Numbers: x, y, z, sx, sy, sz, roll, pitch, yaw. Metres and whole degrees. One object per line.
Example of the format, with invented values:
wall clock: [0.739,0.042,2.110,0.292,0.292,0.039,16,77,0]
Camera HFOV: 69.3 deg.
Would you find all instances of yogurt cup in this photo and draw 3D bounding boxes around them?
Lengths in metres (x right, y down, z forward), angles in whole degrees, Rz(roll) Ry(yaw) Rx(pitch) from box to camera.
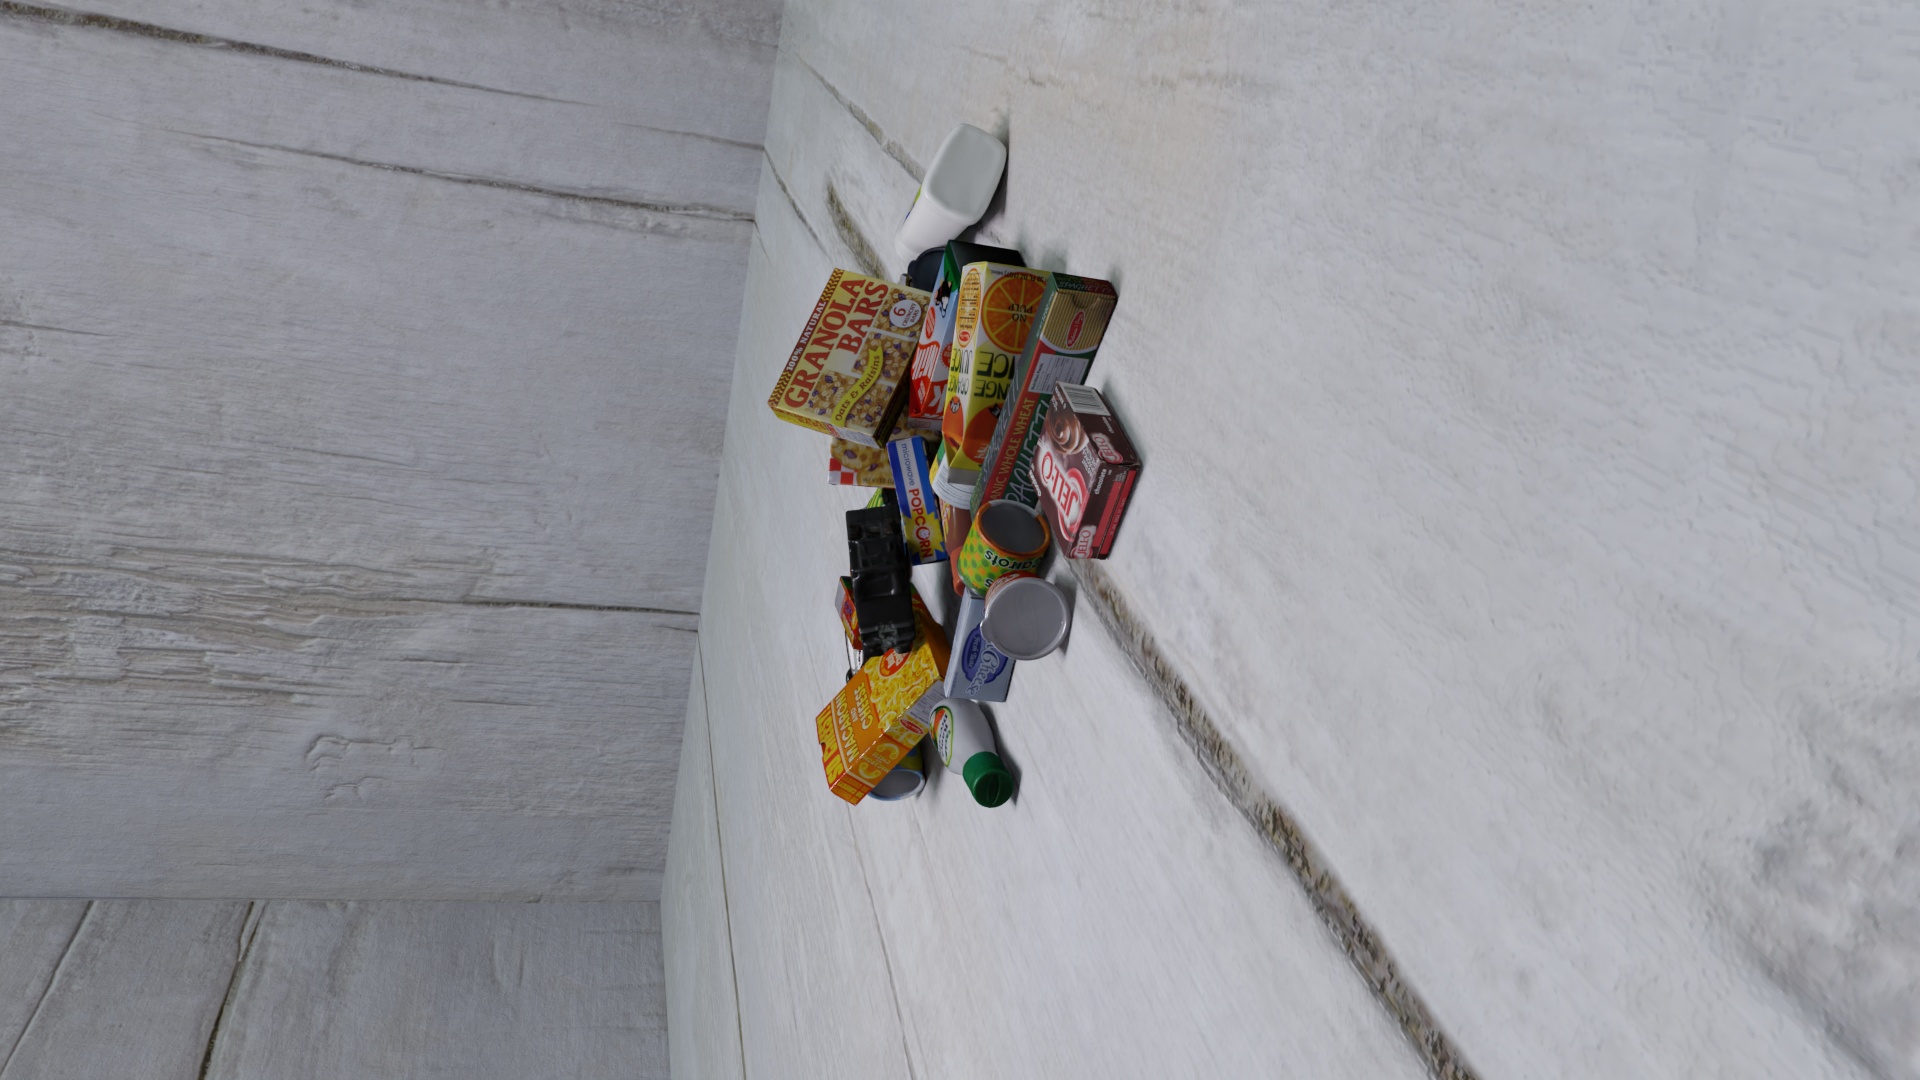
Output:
yogurt cup: [0.050,0.056,1.110,0.054,0.072,0.072,-119,37,-75]

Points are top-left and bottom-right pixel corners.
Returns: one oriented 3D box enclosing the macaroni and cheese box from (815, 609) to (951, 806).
macaroni and cheese box: [-0.075,0.166,1.395,0.166,0.040,0.124,-47,28,13]

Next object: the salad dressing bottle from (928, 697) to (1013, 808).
salad dressing bottle: [0.010,0.188,1.234,0.148,0.044,0.064,-133,49,-68]

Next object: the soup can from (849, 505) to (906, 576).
soup can: [-0.095,0.011,1.593,0.071,0.071,0.084,127,144,-60]

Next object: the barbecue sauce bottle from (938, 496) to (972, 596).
barbecue sauce bottle: [0.005,-0.016,1.312,0.064,0.044,0.149,101,164,-52]

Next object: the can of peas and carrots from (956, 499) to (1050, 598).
can of peas and carrots: [0.036,0.010,1.160,0.071,0.071,0.058,-101,24,-43]

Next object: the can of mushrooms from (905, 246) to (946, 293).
can of mushrooms: [-0.024,-0.269,1.438,0.033,0.071,0.071,156,117,-73]

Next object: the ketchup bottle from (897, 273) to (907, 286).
ketchup bottle: [-0.065,-0.233,1.610,0.065,0.043,0.148,-124,42,-63]

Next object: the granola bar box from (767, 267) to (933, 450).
granola bar box: [-0.103,-0.183,1.394,0.166,0.124,0.039,-66,-21,-17]

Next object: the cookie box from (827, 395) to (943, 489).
cookie box: [-0.069,-0.137,1.451,0.040,0.123,0.167,23,-108,-86]

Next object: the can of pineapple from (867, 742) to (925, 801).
can of pineapple: [-0.074,0.231,1.454,0.070,0.071,0.058,112,155,-45]

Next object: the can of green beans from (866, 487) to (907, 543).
can of green beans: [-0.064,-0.037,1.509,0.057,0.071,0.071,128,143,-60]

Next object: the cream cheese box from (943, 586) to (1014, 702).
cream cheese box: [0.021,0.091,1.209,0.024,0.053,0.103,-116,35,-63]

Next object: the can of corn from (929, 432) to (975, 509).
can of corn: [0.011,-0.072,1.274,0.058,0.071,0.071,114,155,-47]

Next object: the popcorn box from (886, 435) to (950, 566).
popcorn box: [-0.040,-0.039,1.383,0.085,0.038,0.126,5,-106,-89]

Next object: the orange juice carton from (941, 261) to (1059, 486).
orange juice carton: [0.033,-0.140,1.206,0.073,0.072,0.192,-151,67,-72]

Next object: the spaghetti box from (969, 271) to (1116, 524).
spaghetti box: [0.062,-0.107,1.137,0.029,0.050,0.248,-100,22,-45]

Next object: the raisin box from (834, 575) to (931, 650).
raisin box: [-0.084,0.081,1.503,0.124,0.086,0.040,-126,46,-66]

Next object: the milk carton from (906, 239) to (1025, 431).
milk carton: [0.003,-0.180,1.316,0.074,0.072,0.189,-105,26,-48]
